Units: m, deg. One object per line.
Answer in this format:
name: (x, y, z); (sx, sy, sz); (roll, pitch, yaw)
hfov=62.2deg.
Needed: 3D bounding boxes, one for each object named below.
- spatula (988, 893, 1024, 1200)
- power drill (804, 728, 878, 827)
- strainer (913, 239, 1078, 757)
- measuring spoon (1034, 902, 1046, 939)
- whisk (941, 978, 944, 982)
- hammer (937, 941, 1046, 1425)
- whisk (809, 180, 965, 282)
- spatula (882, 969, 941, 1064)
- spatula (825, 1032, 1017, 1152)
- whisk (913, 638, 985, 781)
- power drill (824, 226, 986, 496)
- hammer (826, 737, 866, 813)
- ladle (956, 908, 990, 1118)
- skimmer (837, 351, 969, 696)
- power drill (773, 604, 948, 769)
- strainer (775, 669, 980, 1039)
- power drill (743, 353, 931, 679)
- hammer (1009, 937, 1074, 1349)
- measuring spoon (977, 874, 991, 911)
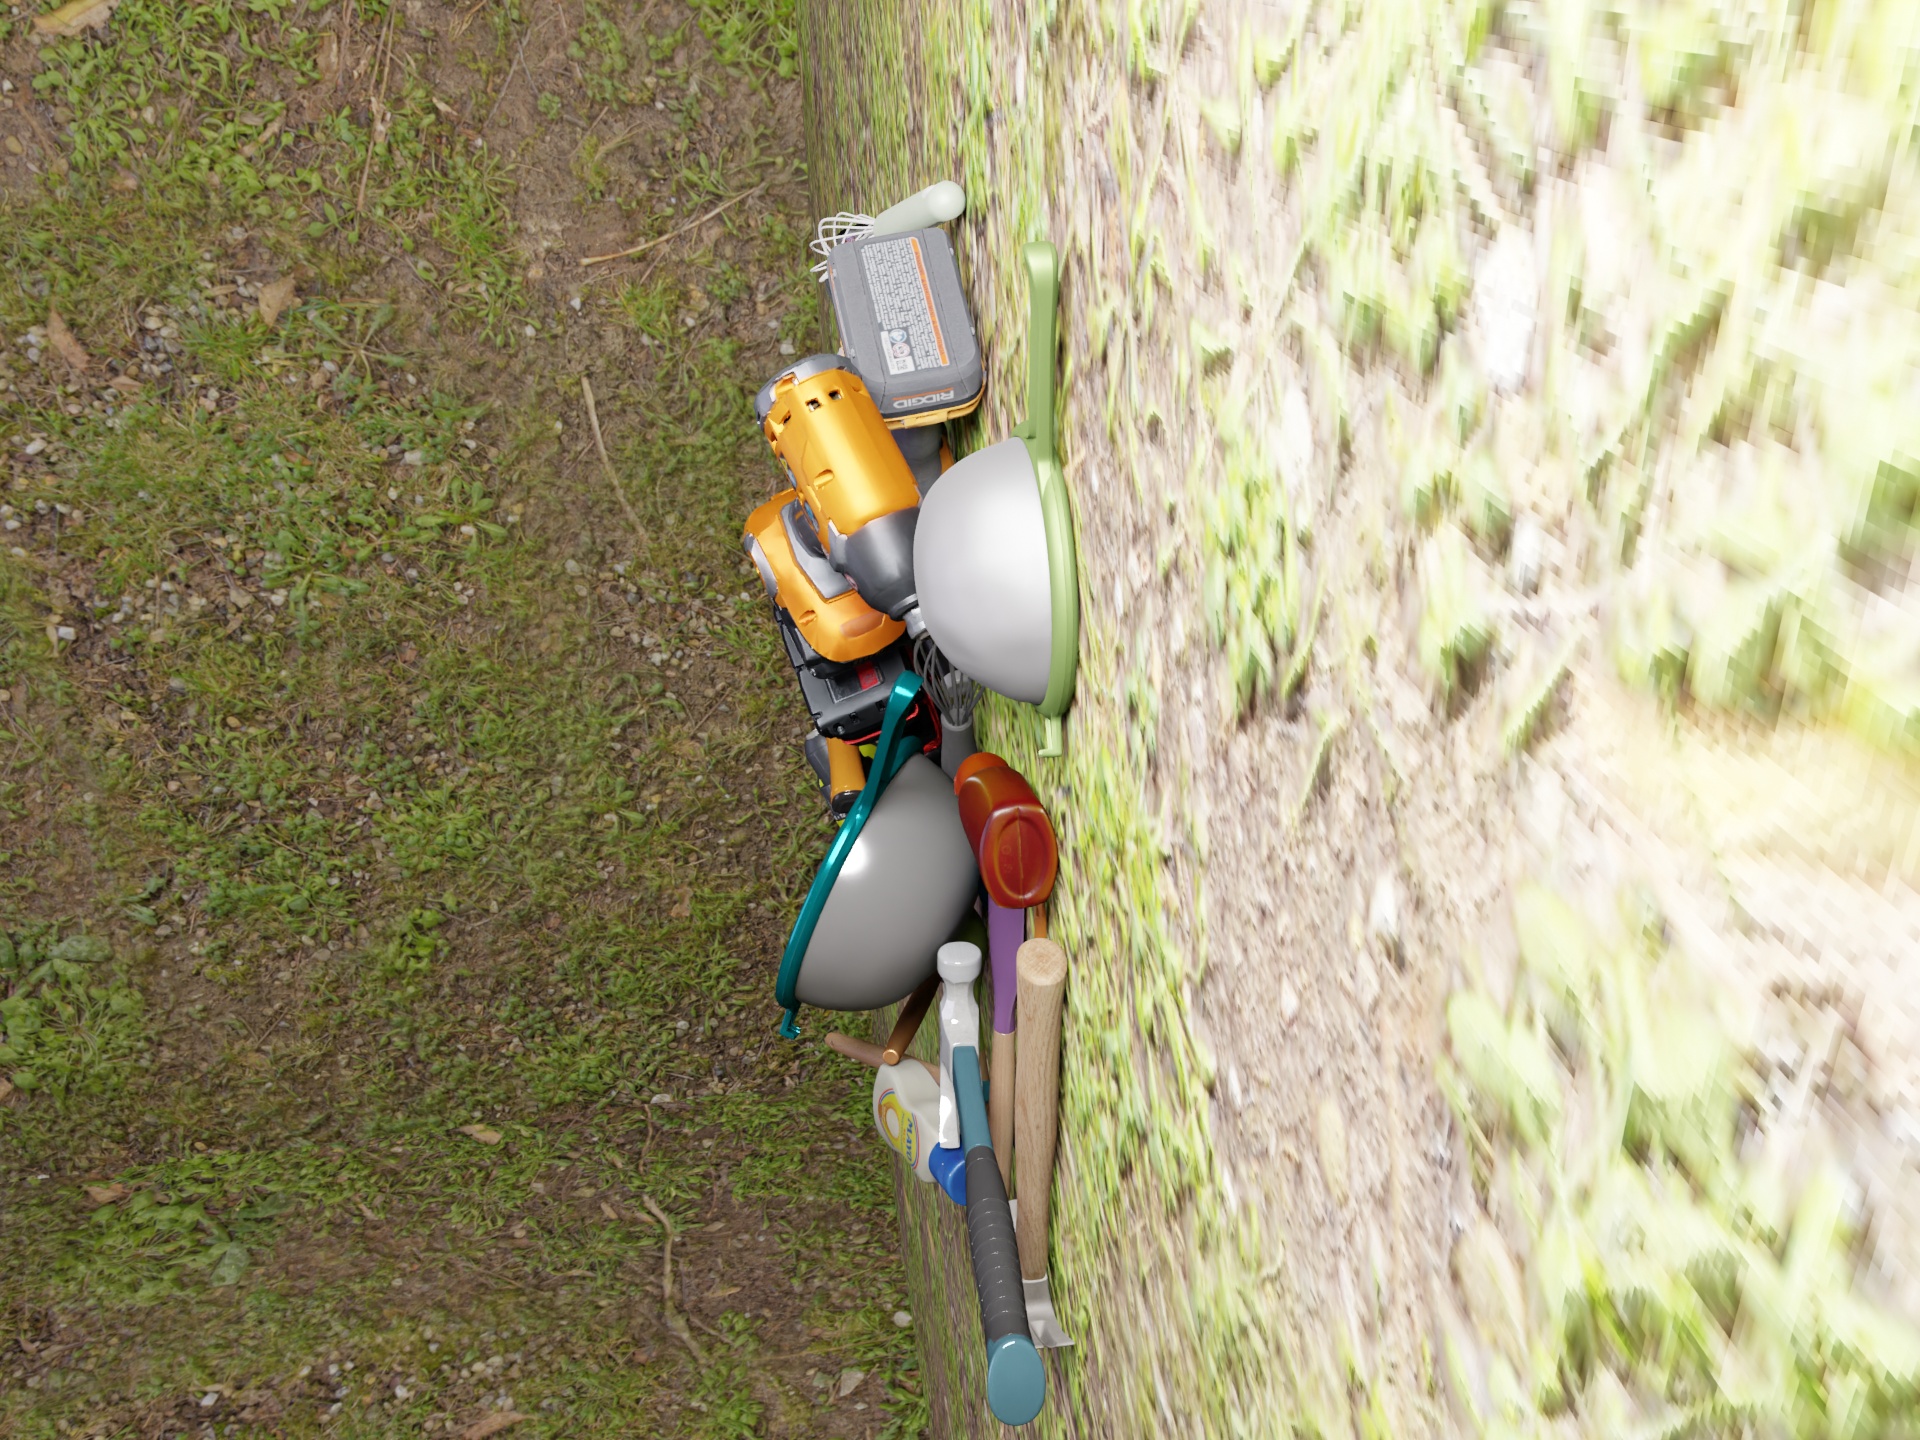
spatula: (0.028, 0.229, 1.076); (0.060, 0.018, 0.315); (-137, 45, -61)
power drill: (-0.079, 0.081, 1.458); (0.190, 0.080, 0.228); (56, 178, -6)
strainer: (0.012, -0.109, 0.762); (0.256, 0.069, 0.152); (89, 172, -46)
measuring spoon: (0.044, 0.142, 0.958); (0.021, 0.011, 0.116); (-102, 9, -46)
whisk: (-0.040, 0.184, 1.574); (0.285, 0.070, 0.070); (-120, 25, -65)
hammer: (0.013, 0.273, 0.949); (0.331, 0.033, 0.128); (-103, 12, -65)
whisk: (-0.050, -0.327, 1.069); (0.059, 0.058, 0.246); (56, 166, -18)
spatula: (-0.035, 0.216, 1.327); (0.322, 0.041, 0.081); (-49, -18, -77)
spatula: (-0.027, 0.276, 1.223); (0.318, 0.044, 0.082); (2, 99, 54)
whisk: (-0.002, -0.005, 1.106); (0.238, 0.055, 0.055); (87, 175, -60)
power drill: (-0.037, -0.222, 1.038); (0.226, 0.084, 0.185); (89, 169, -67)
hammer: (-0.110, -0.076, 1.336); (0.127, 0.034, 0.337); (103, 160, -57)
ladle: (0.004, 0.287, 1.255); (0.078, 0.062, 0.320); (-155, 56, -70)
skimmer: (-0.034, -0.172, 1.267); (0.127, 0.090, 0.364); (-52, 49, 43)
power drill: (-0.061, -0.036, 1.201); (0.219, 0.078, 0.143); (42, -154, -74)
strainer: (-0.029, 0.088, 1.065); (0.211, 0.095, 0.340); (-59, -7, -36)
power drill: (-0.066, -0.099, 0.948); (0.164, 0.084, 0.226); (63, 166, 8)
hammer: (0.045, 0.262, 0.962); (0.130, 0.031, 0.331); (-103, 10, -52)
measuring spoon: (0.022, 0.152, 1.104); (0.042, 0.021, 0.128); (-106, 14, -58)
